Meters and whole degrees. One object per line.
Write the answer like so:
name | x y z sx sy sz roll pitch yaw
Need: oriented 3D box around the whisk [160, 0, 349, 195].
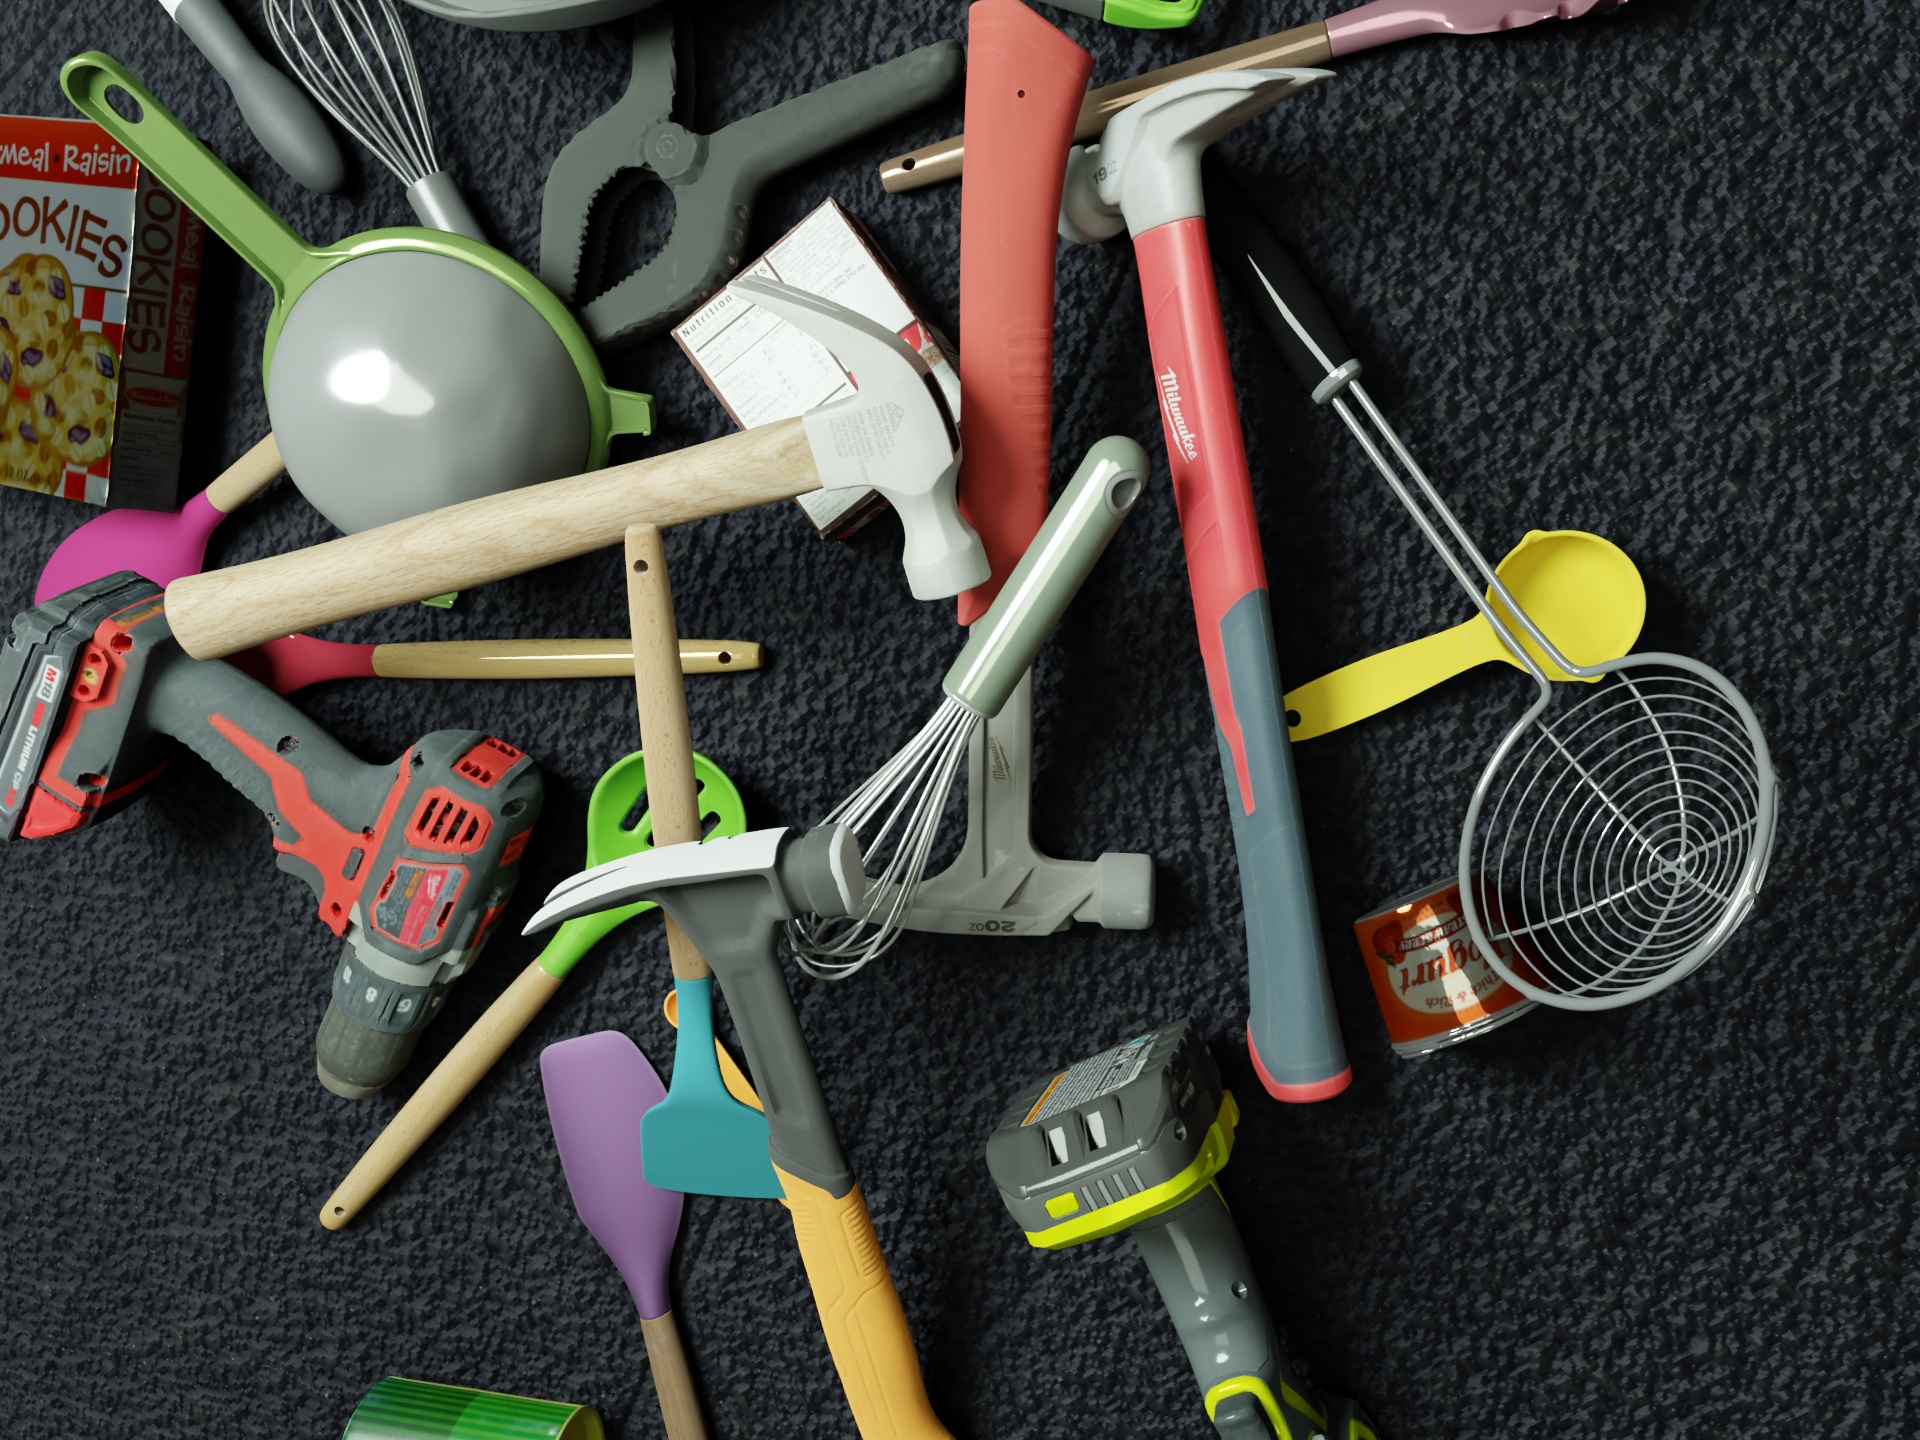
whisk | -0.366 -0.351 0.711 0.070 0.070 0.284 -38 91 13

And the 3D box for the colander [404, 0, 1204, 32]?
colander | -0.092 -0.354 0.601 0.397 0.094 0.204 19 78 6

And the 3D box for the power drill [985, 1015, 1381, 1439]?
power drill | 0.097 0.238 0.600 0.080 0.171 0.223 -26 86 14

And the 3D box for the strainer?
strainer | -0.260 -0.156 0.640 0.151 0.069 0.256 -35 114 22

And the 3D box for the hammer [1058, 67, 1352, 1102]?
hammer | 0.113 -0.039 0.603 0.038 0.143 0.386 -14 98 -26

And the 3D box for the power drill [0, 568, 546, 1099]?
power drill | -0.315 0.055 0.712 0.226 0.080 0.188 28 109 -3

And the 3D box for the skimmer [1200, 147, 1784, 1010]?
skimmer | 0.157 -0.072 0.576 0.127 0.090 0.363 -43 74 43

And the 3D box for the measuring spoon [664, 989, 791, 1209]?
measuring spoon | -0.099 0.171 0.720 0.021 0.011 0.117 -30 91 17

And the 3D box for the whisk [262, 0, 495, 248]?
whisk | -0.233 -0.233 0.696 0.055 0.055 0.239 -28 92 14

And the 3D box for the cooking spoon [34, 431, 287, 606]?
cooking spoon | -0.321 -0.114 0.725 0.319 0.017 0.069 -30 88 21

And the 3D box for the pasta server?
pasta server | 0.115 -0.260 0.618 0.316 0.040 0.060 -12 80 15

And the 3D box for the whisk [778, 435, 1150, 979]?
whisk | -0.001 -0.002 0.611 0.246 0.057 0.059 -57 46 14

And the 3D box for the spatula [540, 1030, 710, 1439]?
spatula | -0.132 0.297 0.733 0.060 0.018 0.316 -14 91 7

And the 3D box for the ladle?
ladle | -0.242 -0.029 0.725 0.315 0.031 0.069 0 104 11

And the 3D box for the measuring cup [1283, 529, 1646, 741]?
measuring cup | 0.192 -0.026 0.632 0.156 0.029 0.062 -24 86 26

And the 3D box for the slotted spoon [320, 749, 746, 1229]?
slotted spoon | -0.204 0.129 0.730 0.070 0.031 0.313 40 105 -8

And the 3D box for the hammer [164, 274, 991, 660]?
hammer | -0.162 -0.078 0.615 0.331 0.031 0.130 -12 108 13

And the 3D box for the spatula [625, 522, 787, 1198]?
spatula | -0.110 0.074 0.647 0.082 0.044 0.317 1 110 9

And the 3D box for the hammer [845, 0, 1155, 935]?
hammer | 0.008 -0.087 0.625 0.149 0.037 0.359 2 106 8

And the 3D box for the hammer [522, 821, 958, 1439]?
hammer | -0.062 0.199 0.645 0.127 0.034 0.336 -10 112 13
